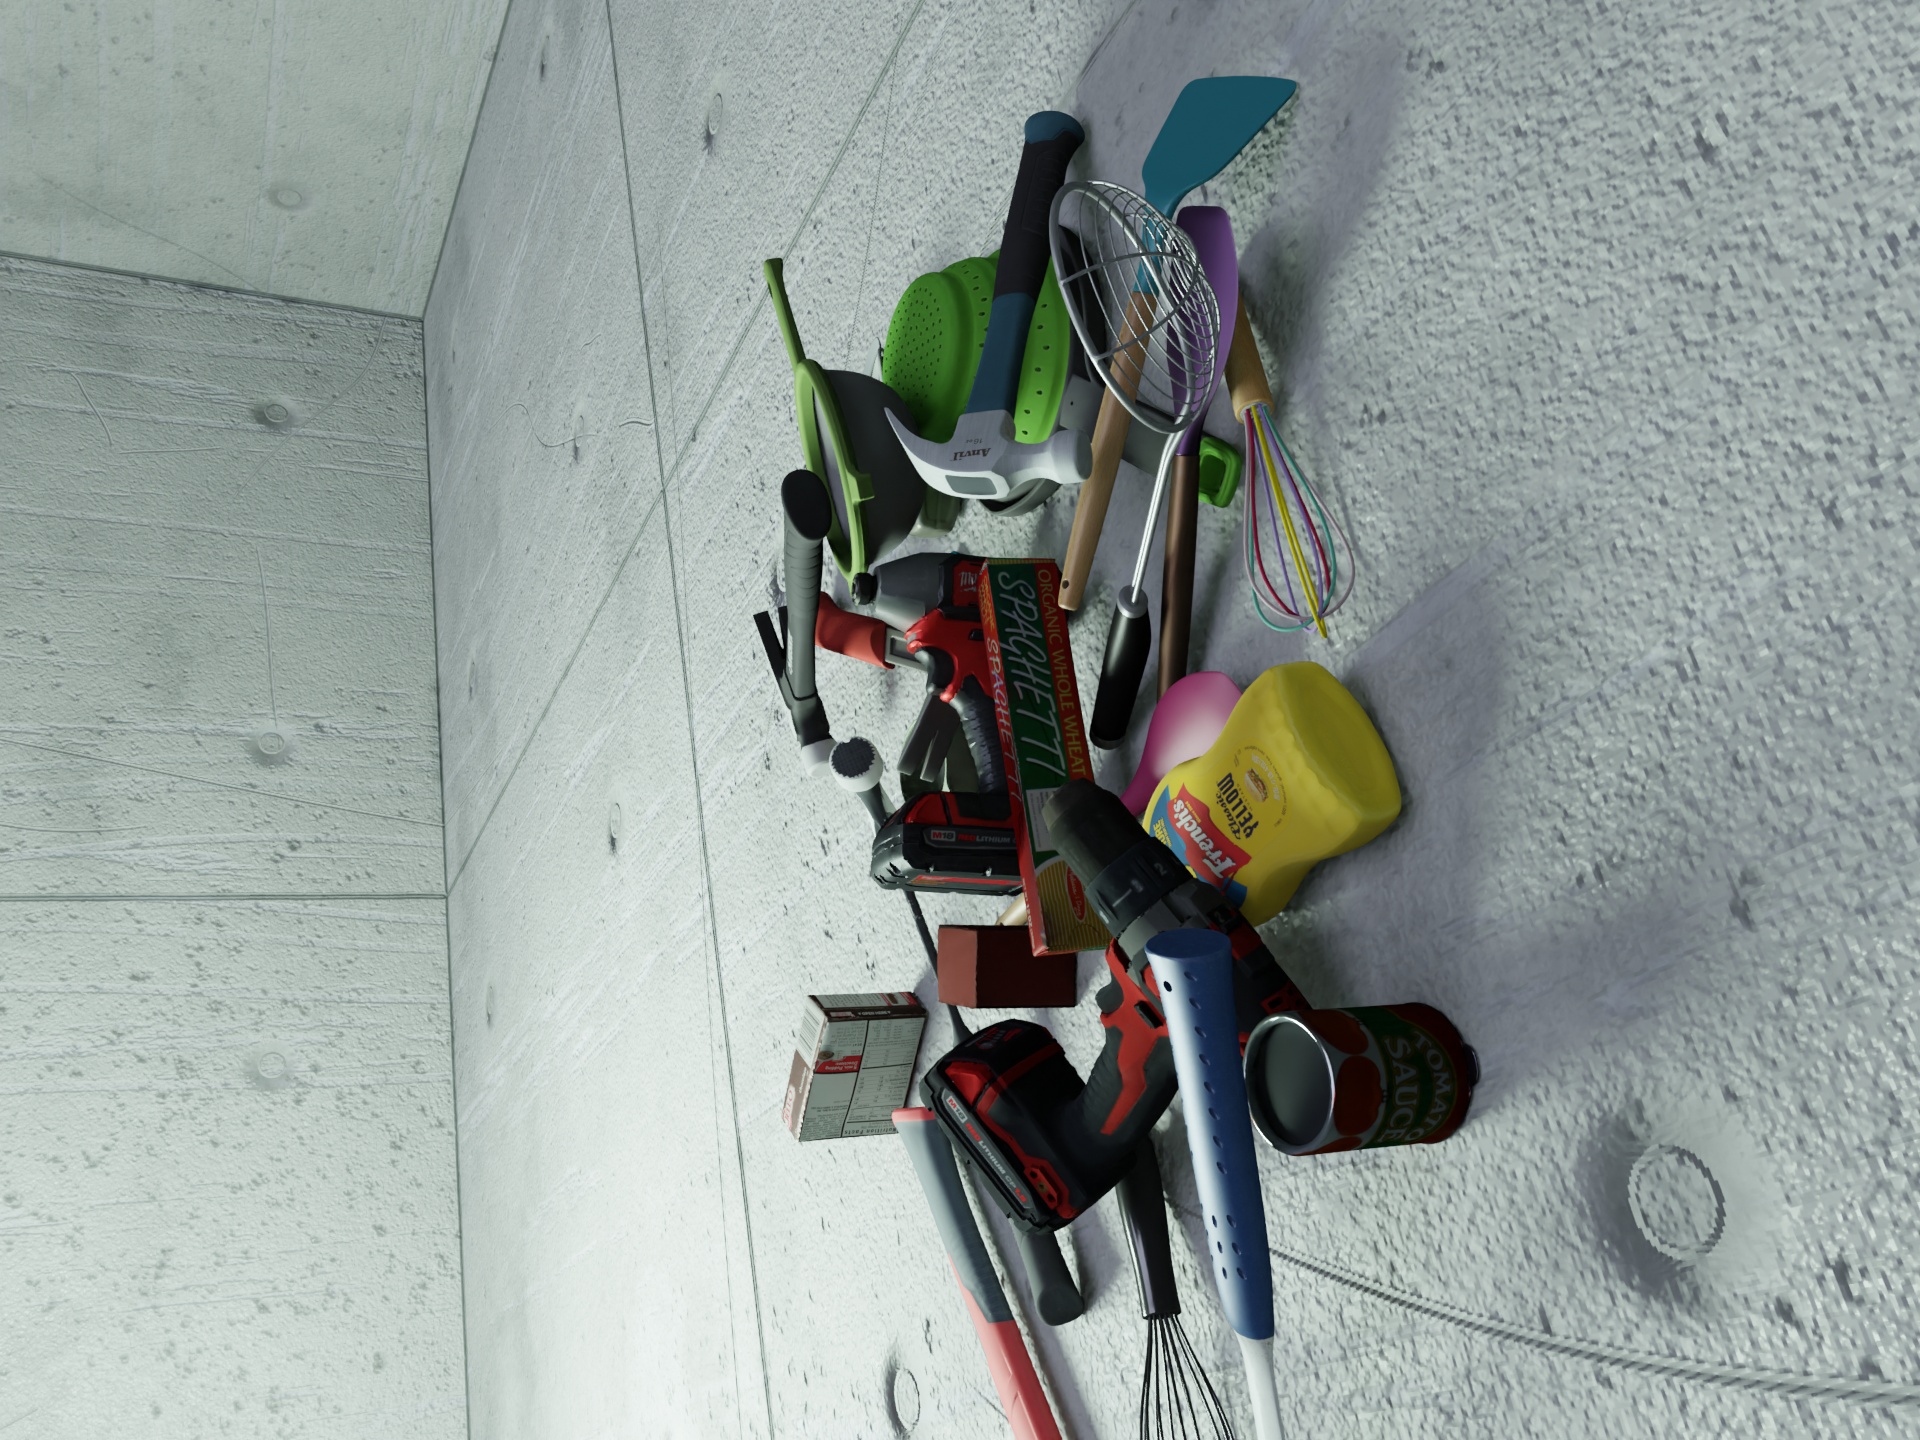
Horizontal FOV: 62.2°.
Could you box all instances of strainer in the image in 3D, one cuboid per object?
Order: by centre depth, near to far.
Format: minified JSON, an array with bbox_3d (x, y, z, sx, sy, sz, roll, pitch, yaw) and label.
[{"bbox_3d":[-0.075,-0.218,1.084,0.151,0.069,0.257,99,155,-64],"label":"strainer"},{"bbox_3d":[-0.089,-0.247,1.342,0.258,0.050,0.087,146,128,-63],"label":"strainer"}]

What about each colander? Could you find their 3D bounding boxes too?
[{"bbox_3d":[0.041,-0.214,1.035,0.397,0.094,0.204,44,126,55],"label":"colander"}]

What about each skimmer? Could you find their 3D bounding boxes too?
[{"bbox_3d":[0.074,-0.113,0.864,0.363,0.090,0.127,96,-175,-49],"label":"skimmer"}]

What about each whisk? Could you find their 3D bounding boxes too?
[{"bbox_3d":[0.164,-0.148,0.861,0.051,0.047,0.245,-37,50,40],"label":"whisk"},{"bbox_3d":[0.115,0.335,0.900,0.055,0.055,0.239,-50,40,48],"label":"whisk"}]

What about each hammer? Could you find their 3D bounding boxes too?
[{"bbox_3d":[0.142,0.294,0.743,0.144,0.035,0.405,9,113,60],"label":"hammer"},{"bbox_3d":[0.037,-0.269,0.993,0.128,0.033,0.331,-4,54,22],"label":"hammer"},{"bbox_3d":[0.024,0.428,1.063,0.387,0.038,0.143,63,141,43],"label":"hammer"},{"bbox_3d":[-0.002,0.210,1.095,0.149,0.036,0.409,70,178,-62],"label":"hammer"},{"bbox_3d":[-0.119,-0.085,1.185,0.334,0.035,0.146,103,148,-65],"label":"hammer"},{"bbox_3d":[-0.071,-0.054,1.251,0.359,0.036,0.149,19,90,66],"label":"hammer"}]

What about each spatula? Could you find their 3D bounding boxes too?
[{"bbox_3d":[0.127,-0.124,0.895,0.060,0.018,0.315,30,123,54],"label":"spatula"},{"bbox_3d":[0.108,-0.217,0.916,0.082,0.044,0.317,24,103,44],"label":"spatula"}]

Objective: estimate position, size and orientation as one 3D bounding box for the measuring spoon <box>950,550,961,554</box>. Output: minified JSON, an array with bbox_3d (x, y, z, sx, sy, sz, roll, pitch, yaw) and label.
[{"bbox_3d":[0.006,-0.081,1.164,0.042,0.021,0.129,-62,37,38],"label":"measuring spoon"}]

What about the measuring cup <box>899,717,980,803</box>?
[{"bbox_3d":[0.006,0.057,1.136,0.168,0.038,0.083,50,130,49],"label":"measuring cup"}]

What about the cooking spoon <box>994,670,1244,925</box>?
[{"bbox_3d":[0.091,0.067,0.983,0.069,0.017,0.318,56,143,14],"label":"cooking spoon"}]

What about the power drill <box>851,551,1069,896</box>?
[{"bbox_3d":[-0.002,-0.003,1.022,0.078,0.143,0.220,139,134,-66],"label":"power drill"}]

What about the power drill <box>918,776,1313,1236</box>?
[{"bbox_3d":[0.070,0.157,0.866,0.188,0.080,0.226,51,129,16],"label":"power drill"}]
